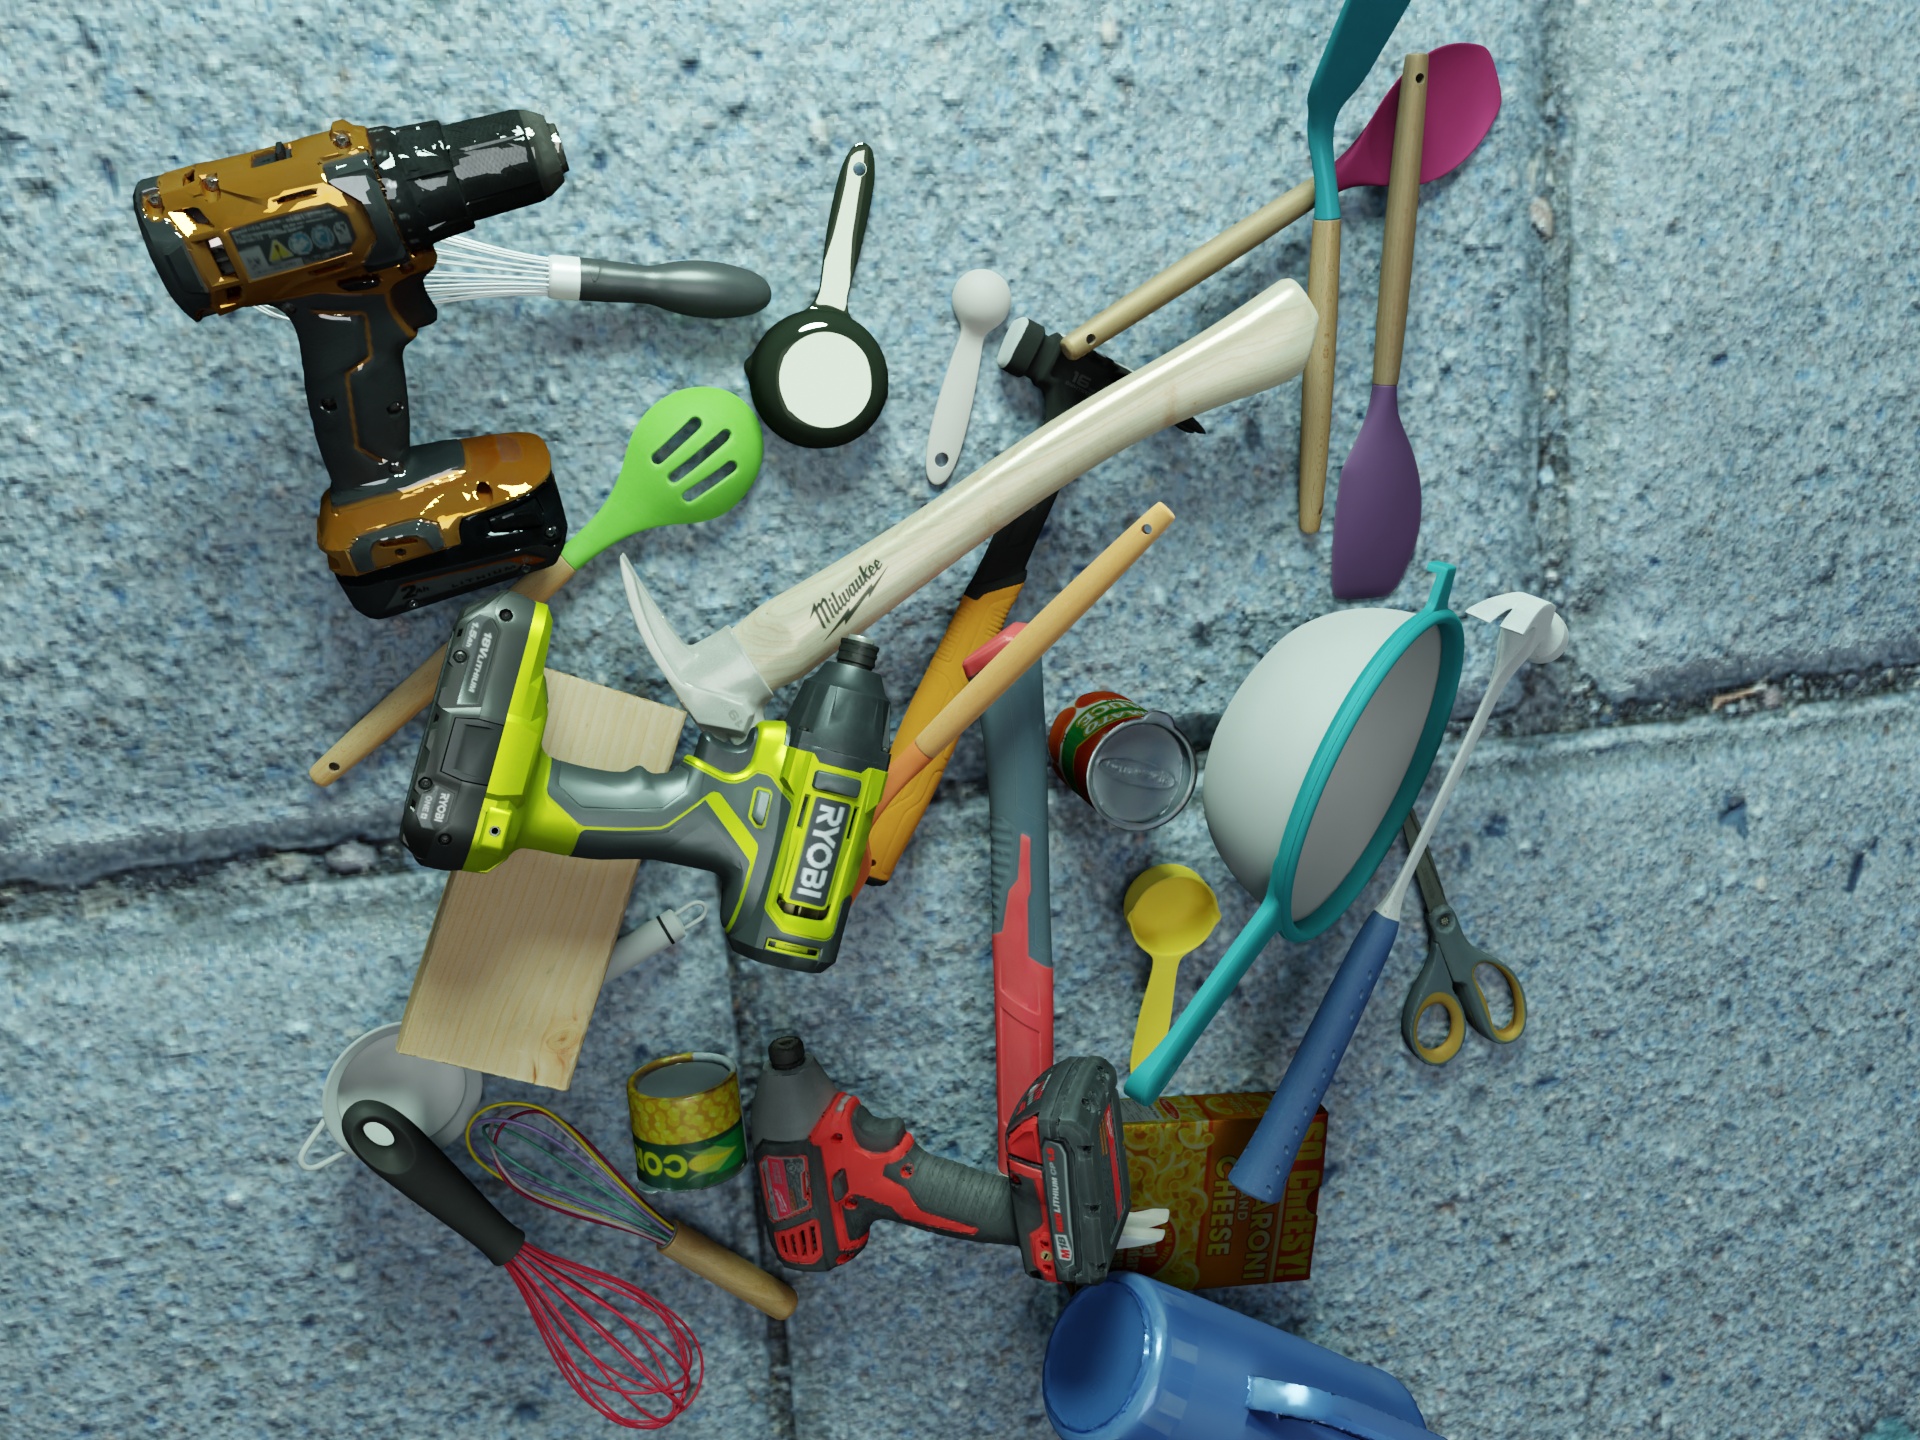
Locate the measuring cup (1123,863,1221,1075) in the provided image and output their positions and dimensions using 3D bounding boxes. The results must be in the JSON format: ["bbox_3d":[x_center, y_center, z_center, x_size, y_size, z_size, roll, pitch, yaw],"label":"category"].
[{"bbox_3d":[0.124,0.161,1.013,0.062,0.029,0.156,2,114,-14],"label":"measuring cup"}]

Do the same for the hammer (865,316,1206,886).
[{"bbox_3d":[0.018,-0.055,0.930,0.127,0.034,0.337,24,96,-16],"label":"hammer"}]

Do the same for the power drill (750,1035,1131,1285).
[{"bbox_3d":[-0.019,0.253,0.930,0.220,0.078,0.143,-3,105,19],"label":"power drill"}]

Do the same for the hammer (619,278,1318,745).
[{"bbox_3d":[0.014,-0.131,0.877,0.410,0.038,0.146,-33,104,-3],"label":"hammer"}]

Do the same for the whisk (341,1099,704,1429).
[{"bbox_3d":[-0.248,0.316,0.917,0.073,0.073,0.295,-38,115,-3],"label":"whisk"}]

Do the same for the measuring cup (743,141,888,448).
[{"bbox_3d":[-0.067,-0.230,0.867,0.083,0.038,0.167,9,102,-15],"label":"measuring cup"}]

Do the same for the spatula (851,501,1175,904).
[{"bbox_3d":[-0.001,-0.003,0.875,0.081,0.041,0.322,46,107,3],"label":"spatula"}]

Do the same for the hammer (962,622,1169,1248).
[{"bbox_3d":[0.051,0.134,0.935,0.143,0.038,0.386,2,107,14],"label":"hammer"}]

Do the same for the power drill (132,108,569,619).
[{"bbox_3d":[-0.258,-0.177,0.770,0.185,0.084,0.226,-19,131,-9],"label":"power drill"}]

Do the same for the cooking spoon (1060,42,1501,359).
[{"bbox_3d":[0.187,-0.293,0.910,0.319,0.017,0.068,-35,120,-11],"label":"cooking spoon"}]

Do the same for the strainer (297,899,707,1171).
[{"bbox_3d":[-0.259,0.173,0.912,0.258,0.050,0.086,-30,115,-11],"label":"strainer"}]

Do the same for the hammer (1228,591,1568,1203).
[{"bbox_3d":[0.263,0.109,0.971,0.144,0.035,0.405,14,102,-61],"label":"hammer"}]

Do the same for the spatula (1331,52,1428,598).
[{"bbox_3d":[0.257,-0.226,0.946,0.059,0.018,0.315,-5,110,-14],"label":"spatula"}]

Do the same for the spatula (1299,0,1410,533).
[{"bbox_3d":[0.216,-0.257,0.901,0.082,0.044,0.317,-31,127,-46],"label":"spatula"}]

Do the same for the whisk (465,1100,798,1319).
[{"bbox_3d":[-0.189,0.295,0.948,0.244,0.051,0.047,40,72,-24],"label":"whisk"}]

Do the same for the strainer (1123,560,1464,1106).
[{"bbox_3d":[0.167,0.063,0.912,0.340,0.095,0.210,-50,149,-20],"label":"strainer"}]

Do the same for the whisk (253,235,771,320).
[{"bbox_3d":[-0.237,-0.230,0.820,0.284,0.070,0.070,0,102,-18],"label":"whisk"}]

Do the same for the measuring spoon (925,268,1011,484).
[{"bbox_3d":[0.002,-0.194,0.903,0.034,0.018,0.124,12,100,-16],"label":"measuring spoon"}]

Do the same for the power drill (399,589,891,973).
[{"bbox_3d":[-0.148,0.019,0.789,0.223,0.080,0.171,15,87,-19],"label":"power drill"}]

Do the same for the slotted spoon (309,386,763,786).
[{"bbox_3d":[-0.233,-0.069,0.871,0.314,0.031,0.070,-41,111,-1],"label":"slotted spoon"}]
